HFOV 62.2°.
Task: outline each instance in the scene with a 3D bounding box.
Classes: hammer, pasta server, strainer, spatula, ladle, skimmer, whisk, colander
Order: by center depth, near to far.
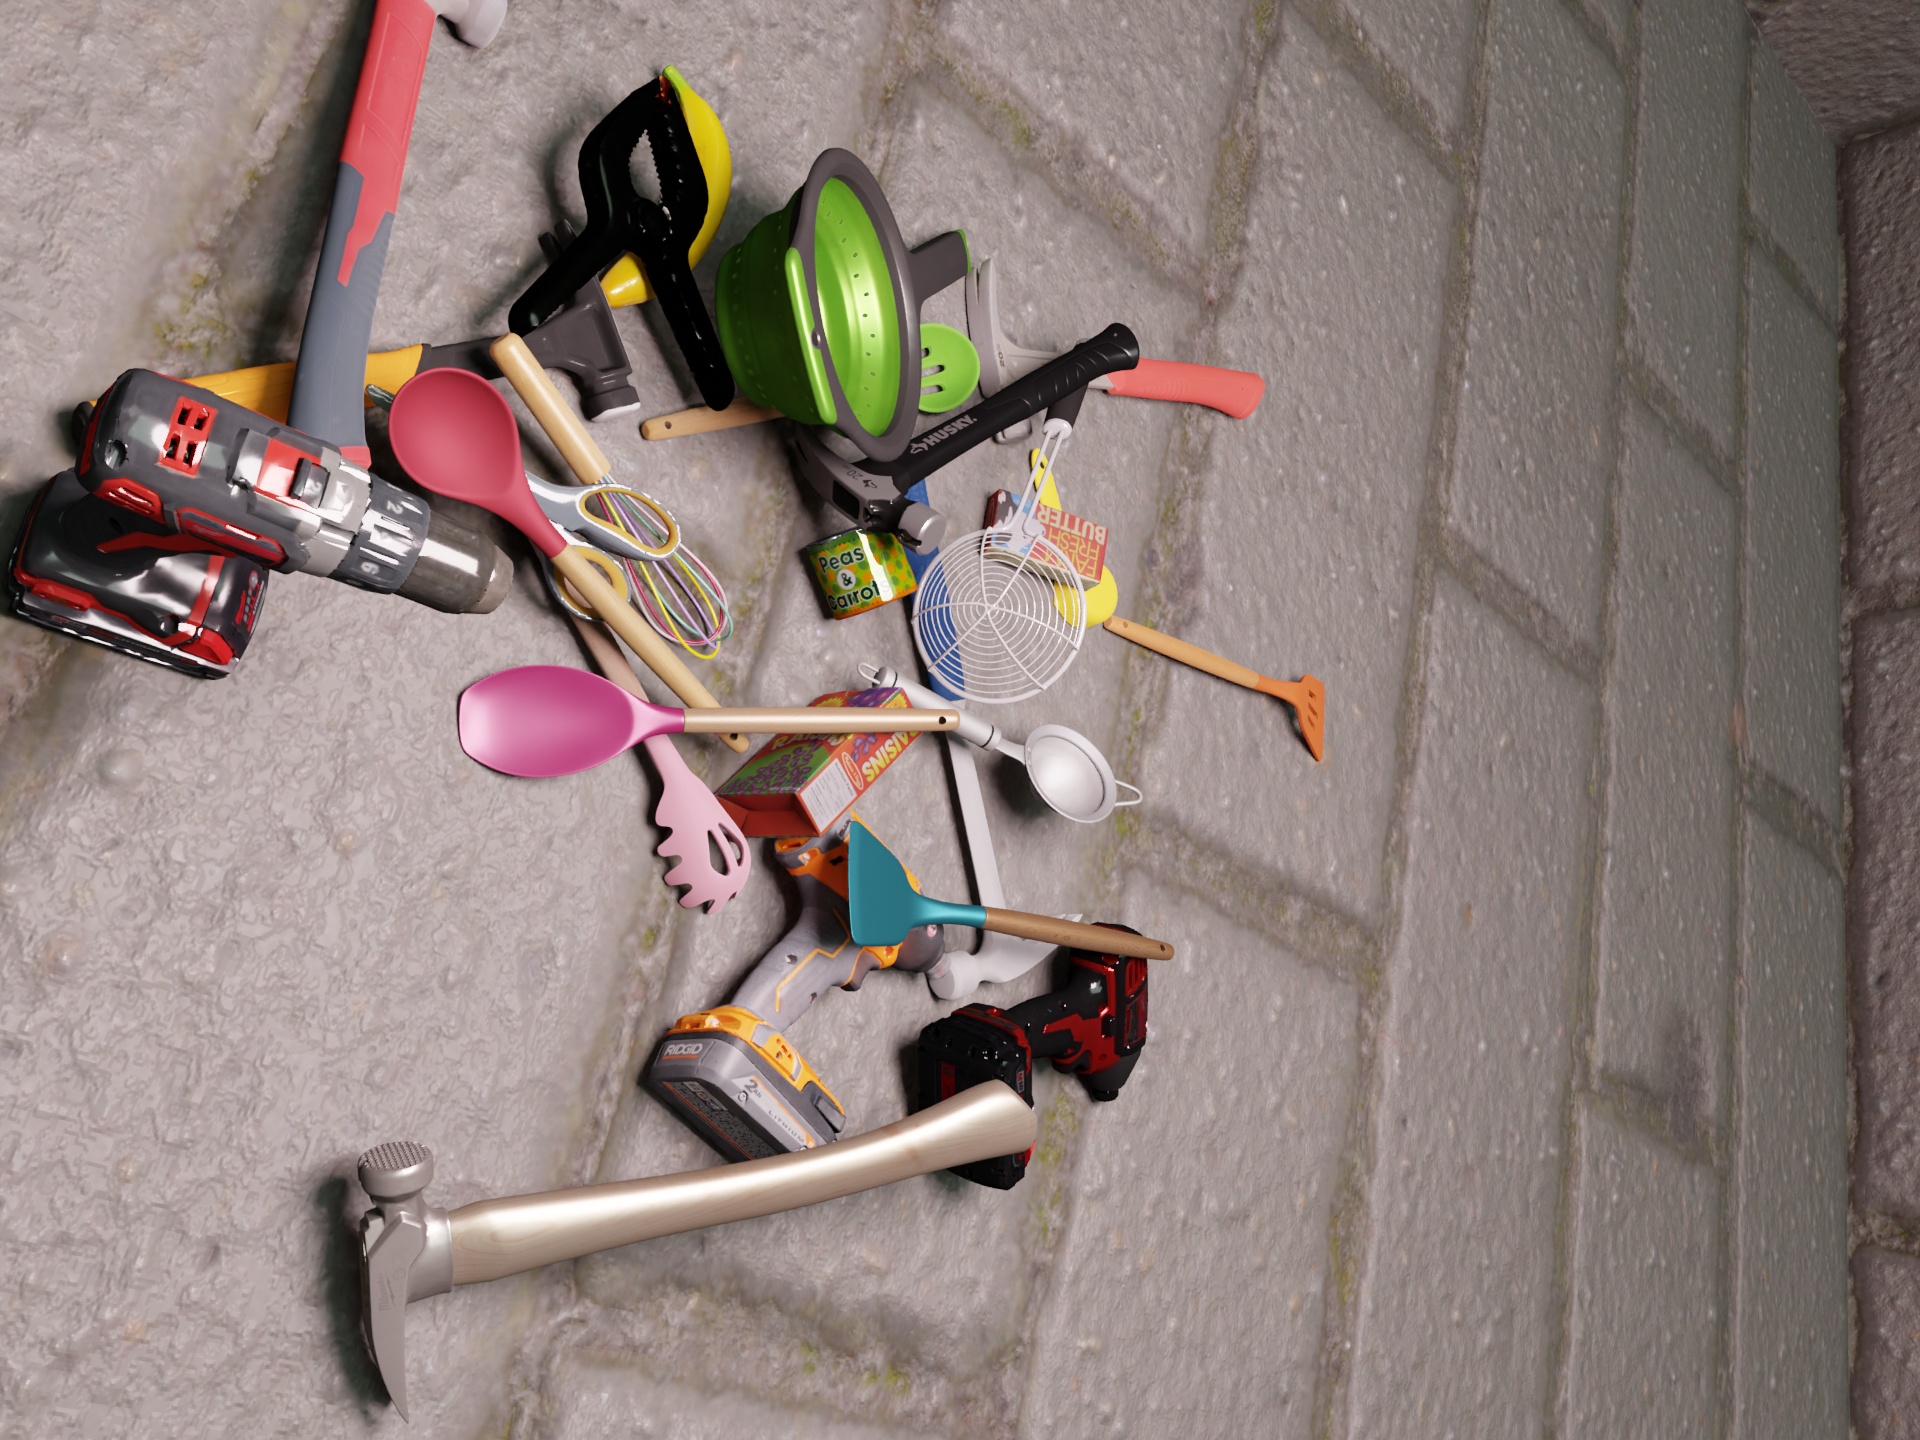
[{"bbox_3d":[-0.353,-0.307,0.903,0.143,0.038,0.387,21,59,-37],"label":"hammer"},{"bbox_3d":[-0.344,-0.208,0.930,0.337,0.034,0.127,-27,101,-43],"label":"hammer"},{"bbox_3d":[-0.135,0.286,0.934,0.410,0.038,0.146,-4,101,-30],"label":"hammer"},{"bbox_3d":[-0.224,-0.085,0.960,0.069,0.031,0.315,-43,123,-7],"label":"ladle"},{"bbox_3d":[-0.218,-0.136,1.005,0.047,0.051,0.244,-50,124,-28],"label":"whisk"},{"bbox_3d":[-0.217,-0.019,1.017,0.060,0.040,0.316,-36,102,-41],"label":"pasta server"},{"bbox_3d":[0.041,0.140,1.111,0.317,0.044,0.082,15,61,-35],"label":"spatula"},{"bbox_3d":[-0.081,-0.304,1.143,0.397,0.094,0.204,-57,139,-61],"label":"colander"},{"bbox_3d":[0.026,0.016,1.177,0.258,0.050,0.087,29,43,-29],"label":"strainer"},{"bbox_3d":[0.023,-0.233,1.198,0.335,0.146,0.035,-36,149,-37],"label":"hammer"},{"bbox_3d":[-0.002,-0.004,1.207,0.144,0.035,0.405,-11,89,-44],"label":"hammer"},{"bbox_3d":[0.060,-0.167,1.232,0.090,0.127,0.364,87,17,-45],"label":"skimmer"},{"bbox_3d":[0.148,-0.315,1.414,0.359,0.037,0.149,-6,86,-43],"label":"hammer"},{"bbox_3d":[0.245,-0.041,1.458,0.322,0.041,0.081,19,69,-35],"label":"spatula"}]

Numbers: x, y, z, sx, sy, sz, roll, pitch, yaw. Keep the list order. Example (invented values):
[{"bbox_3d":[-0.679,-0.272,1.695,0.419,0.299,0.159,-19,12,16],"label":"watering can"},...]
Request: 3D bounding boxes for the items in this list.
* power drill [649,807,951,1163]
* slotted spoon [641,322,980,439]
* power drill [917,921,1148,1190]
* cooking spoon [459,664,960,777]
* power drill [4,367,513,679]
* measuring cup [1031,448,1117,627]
[{"bbox_3d":[-0.090,0.182,1.057,0.164,0.084,0.227,49,49,-27],"label":"power drill"},{"bbox_3d":[-0.104,-0.241,1.169,0.313,0.031,0.070,-23,97,-42],"label":"slotted spoon"},{"bbox_3d":[0.065,0.250,1.180,0.219,0.079,0.143,-21,117,-49],"label":"power drill"},{"bbox_3d":[-0.151,0.000,1.006,0.318,0.017,0.069,0,88,-20],"label":"cooking spoon"},{"bbox_3d":[-0.343,-0.082,0.770,0.187,0.227,0.080,23,66,-38],"label":"power drill"},{"bbox_3d":[0.093,-0.154,1.330,0.062,0.029,0.156,-23,99,-43],"label":"measuring cup"}]
